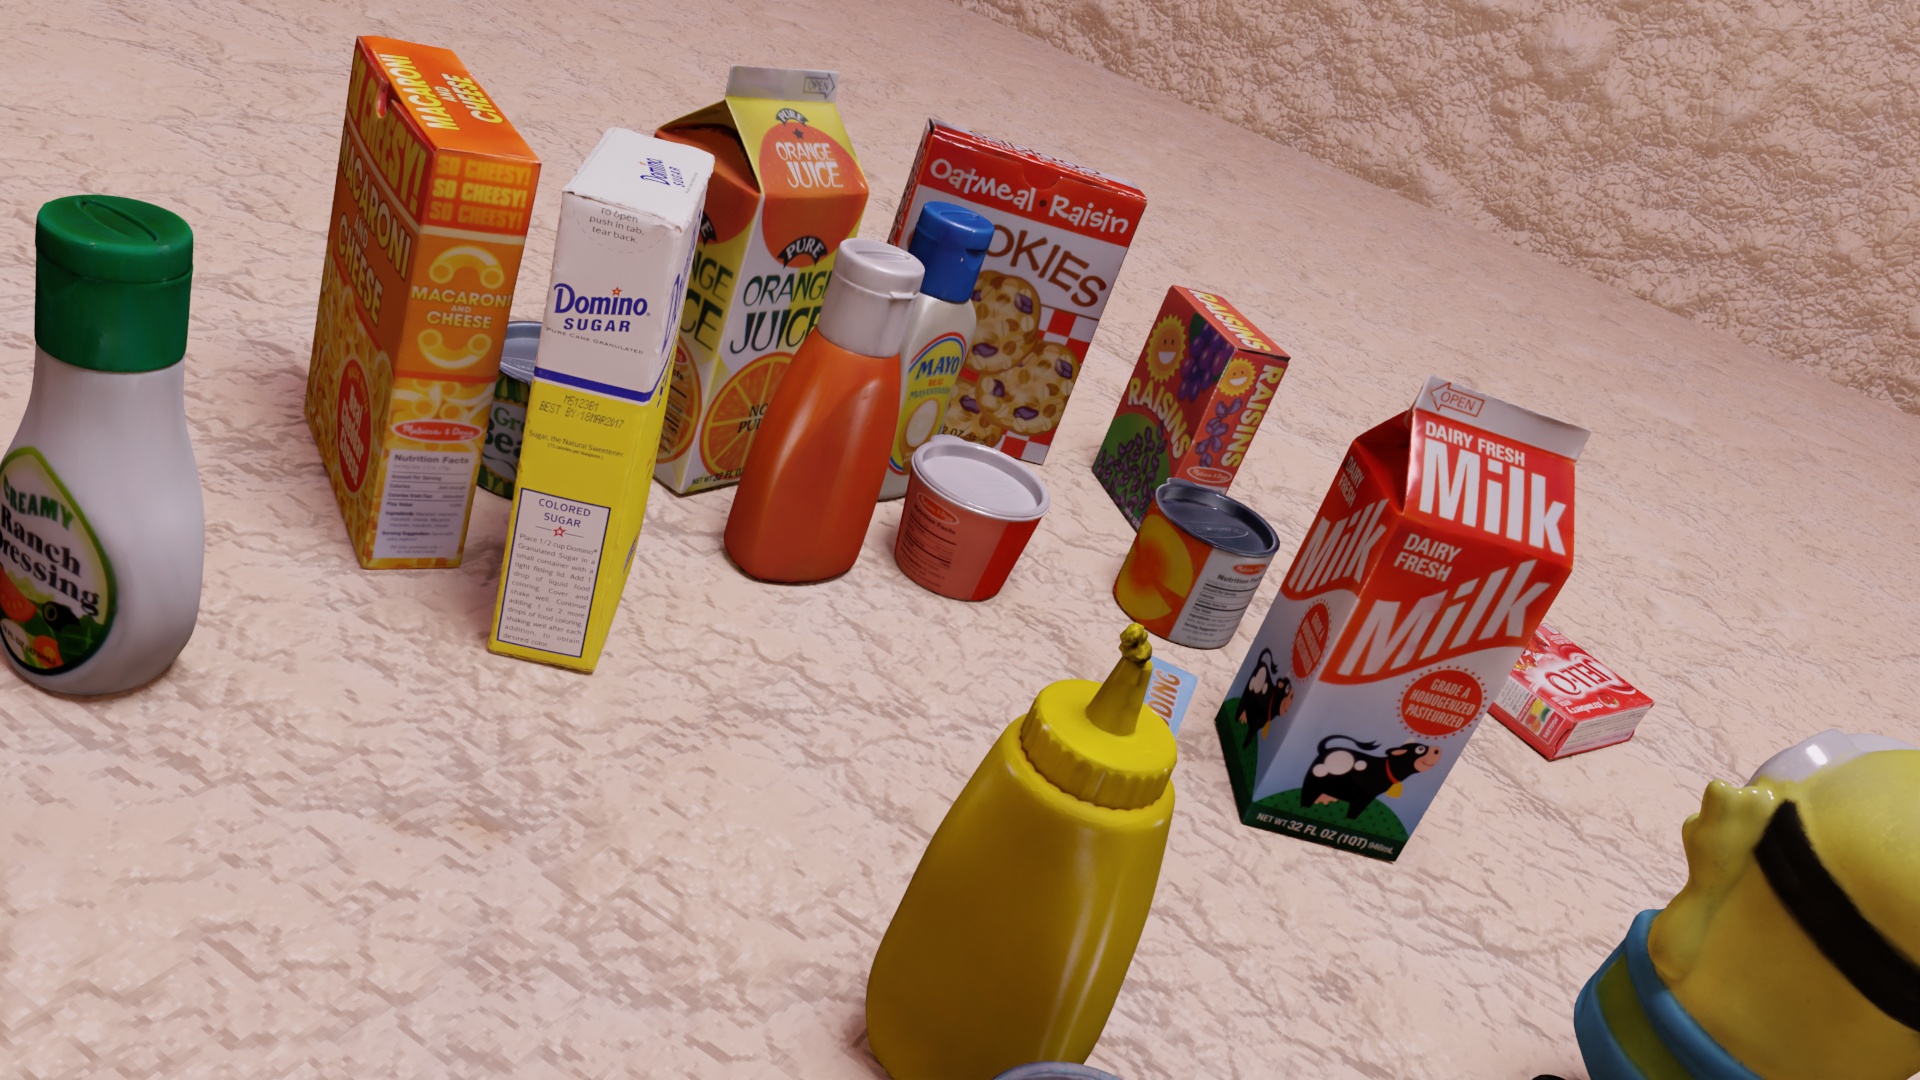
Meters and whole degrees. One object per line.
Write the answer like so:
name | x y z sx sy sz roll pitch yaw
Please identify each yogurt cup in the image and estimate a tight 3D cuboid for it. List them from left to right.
yogurt cup | 0.002 -0.008 0.655 0.072 0.053 0.073 17 27 -9

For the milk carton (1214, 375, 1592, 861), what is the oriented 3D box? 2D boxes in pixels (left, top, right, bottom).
milk carton | 0.175 0.028 0.558 0.072 0.189 0.074 17 27 -9

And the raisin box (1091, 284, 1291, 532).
raisin box | 0.127 -0.069 0.779 0.040 0.122 0.086 8 29 -24

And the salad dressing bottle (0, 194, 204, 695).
salad dressing bottle | -0.249 -0.025 0.404 0.064 0.147 0.044 29 27 15

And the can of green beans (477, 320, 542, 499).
can of green beans | -0.182 -0.056 0.608 0.071 0.057 0.071 17 27 -9

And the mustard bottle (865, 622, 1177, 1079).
mustard bottle | 0.023 0.088 0.373 0.065 0.159 0.049 32 28 21

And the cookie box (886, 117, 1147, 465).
cookie box | 0.016 -0.135 0.774 0.123 0.166 0.040 13 27 -15

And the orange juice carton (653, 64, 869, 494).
orange juice carton | -0.105 -0.124 0.640 0.073 0.191 0.072 34 29 25

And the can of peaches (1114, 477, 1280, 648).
can of peaches | 0.116 0.011 0.695 0.071 0.057 0.071 17 27 -9

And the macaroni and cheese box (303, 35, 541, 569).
macaroni and cheese box | -0.212 -0.091 0.532 0.040 0.165 0.124 0 33 -37

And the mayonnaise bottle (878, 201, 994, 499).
mayonnaise bottle | -0.024 -0.092 0.688 0.041 0.147 0.065 37 30 29

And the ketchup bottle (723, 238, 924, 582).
ketchup bottle | -0.054 -0.053 0.593 0.065 0.148 0.043 -6 37 -42

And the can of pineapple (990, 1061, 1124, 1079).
can of pineapple | 0.022 0.171 0.330 0.071 0.057 0.071 17 27 -9

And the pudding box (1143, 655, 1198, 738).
pudding box | 0.062 0.082 0.533 0.030 0.049 0.084 26 27 9
